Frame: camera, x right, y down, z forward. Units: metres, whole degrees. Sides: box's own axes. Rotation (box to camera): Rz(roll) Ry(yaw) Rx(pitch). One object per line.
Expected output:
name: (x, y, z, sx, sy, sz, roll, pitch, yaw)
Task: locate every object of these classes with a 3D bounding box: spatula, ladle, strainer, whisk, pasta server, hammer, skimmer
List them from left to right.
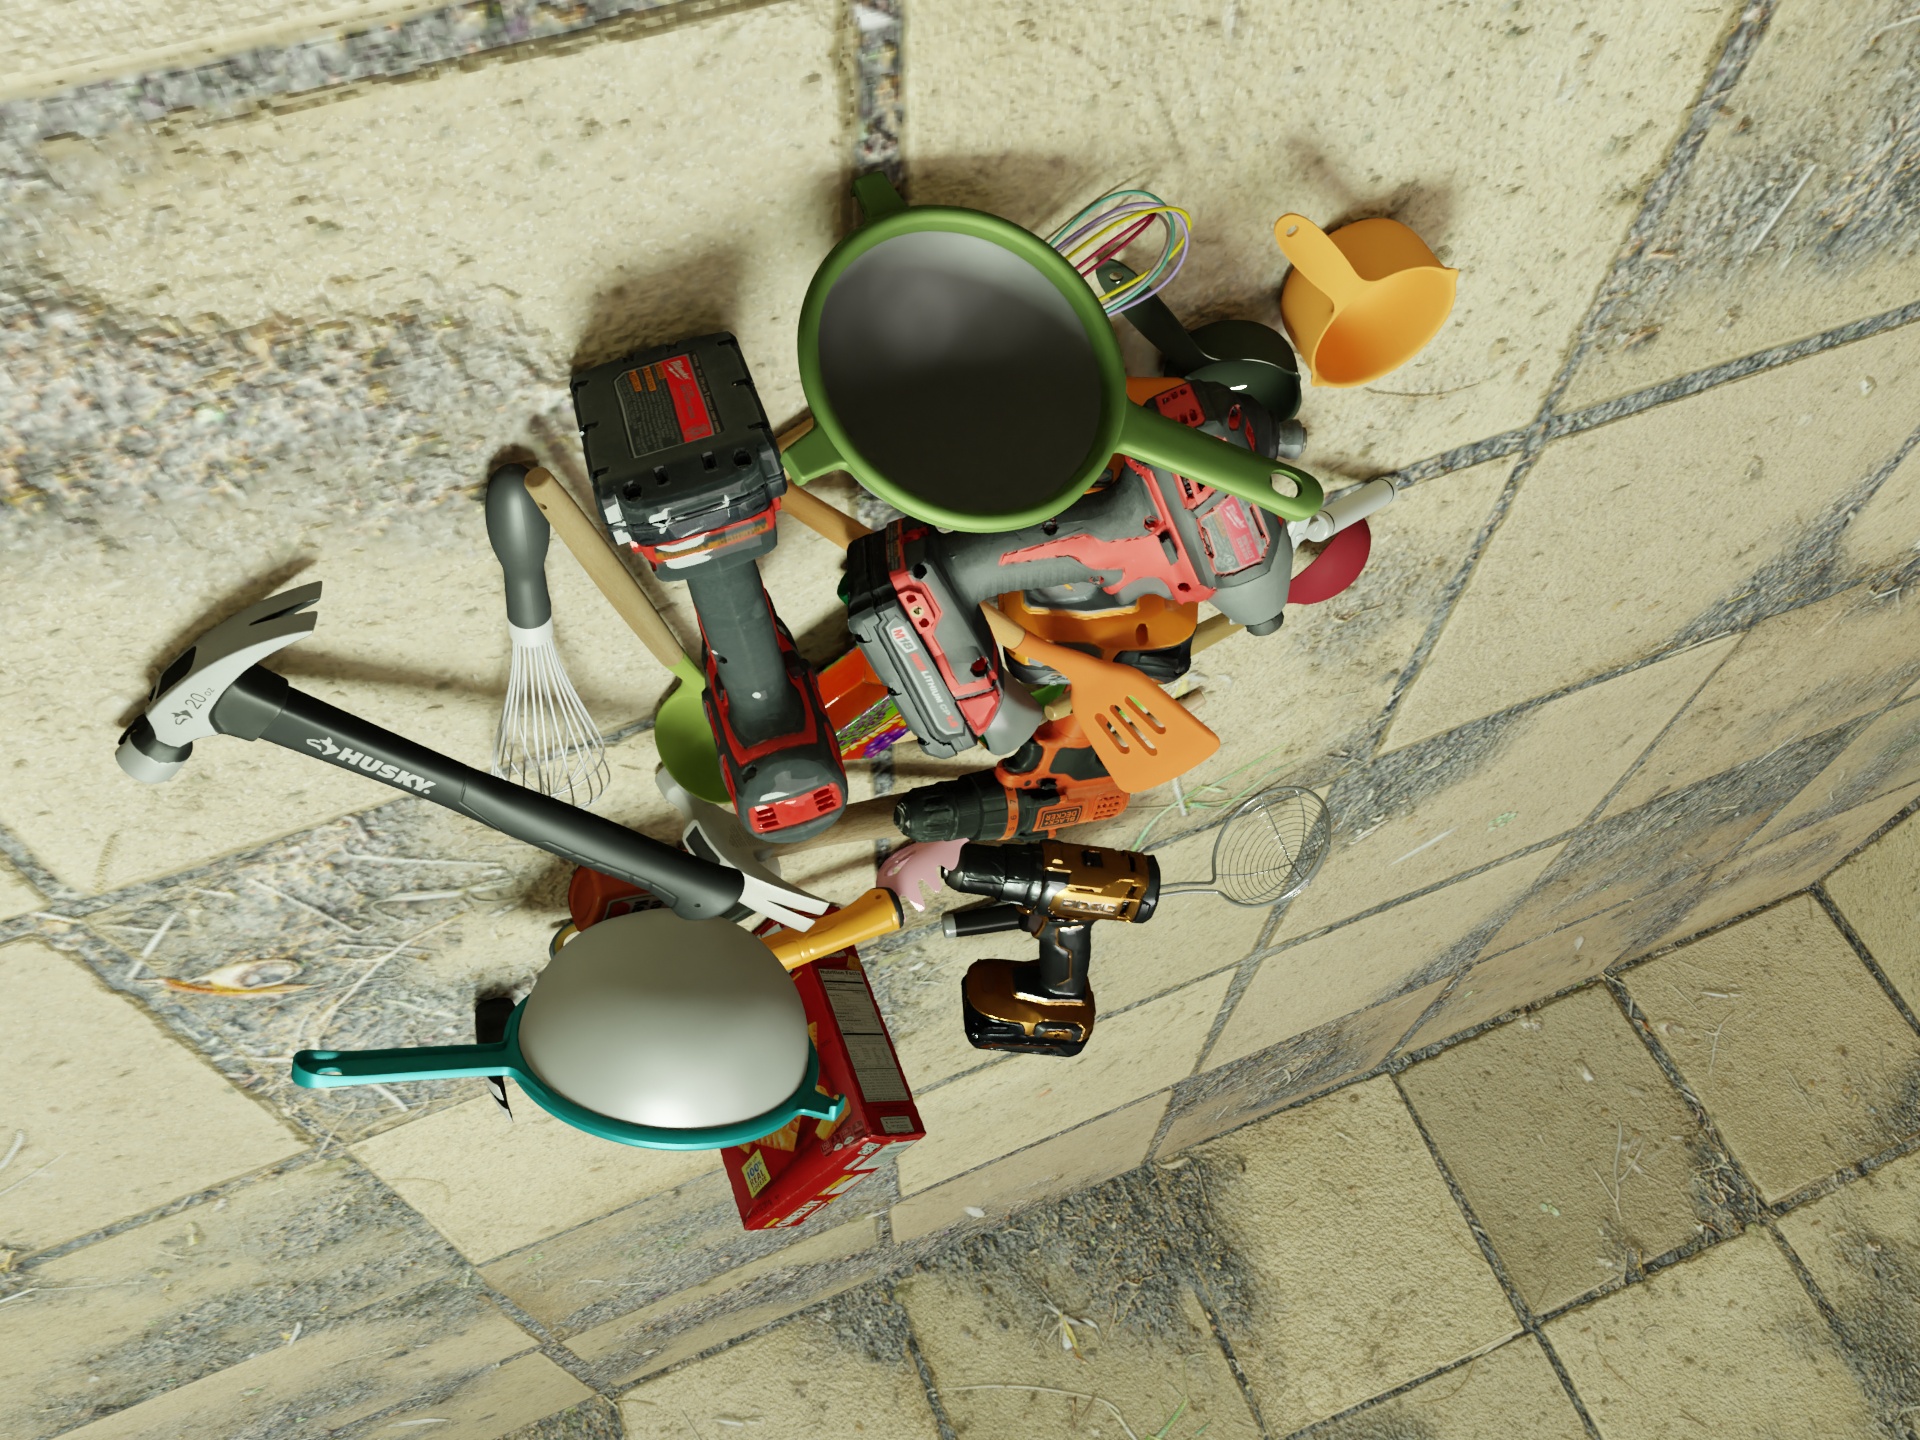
hammer: (-0.255, 0.038, 0.857, 0.334, 0.035, 0.146, 29, 126, -36)
whisk: (-0.228, -0.032, 0.853, 0.070, 0.070, 0.284, -15, 146, -20)
strainer: (-0.246, 0.183, 1.026, 0.340, 0.211, 0.095, 3, 113, -31)
ladle: (-0.171, -0.037, 0.864, 0.320, 0.078, 0.062, 68, 44, -64)
hammer: (-0.201, 0.201, 1.214, 0.337, 0.127, 0.034, -19, 116, -13)
hammer: (-0.058, 0.072, 1.136, 0.331, 0.130, 0.031, -6, 145, -49)
whisk: (0.002, -0.186, 0.784, 0.245, 0.051, 0.047, -28, -172, 15)
spatula: (0.014, -0.051, 0.903, 0.322, 0.041, 0.081, 30, 138, -30)
pasta server: (0.061, 0.065, 1.284, 0.316, 0.060, 0.040, -30, 117, 4)
strainer: (0.041, -0.132, 0.727, 0.256, 0.151, 0.069, 17, 162, -17)
skimmer: (0.161, 0.138, 1.463, 0.363, 0.127, 0.090, -9, 128, -8)
ladle: (0.177, -0.066, 1.070, 0.315, 0.031, 0.069, -27, 146, -30)
strainer: (0.225, -0.123, 1.027, 0.258, 0.050, 0.086, -28, 152, -45)

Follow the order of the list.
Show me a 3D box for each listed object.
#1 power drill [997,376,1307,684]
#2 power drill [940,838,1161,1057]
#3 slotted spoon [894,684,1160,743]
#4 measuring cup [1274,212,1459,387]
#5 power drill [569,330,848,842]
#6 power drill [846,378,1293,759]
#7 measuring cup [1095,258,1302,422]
power drill: (0.101, -0.109, 0.919, 0.164, 0.084, 0.226, 0, 149, -1)
power drill: (0.057, 0.193, 1.394, 0.185, 0.084, 0.226, 8, 130, -11)
slotted spoon: (-0.002, -0.004, 1.121, 0.313, 0.031, 0.070, -11, 142, -22)
measuring cup: (0.196, -0.241, 0.841, 0.095, 0.052, 0.173, -38, 149, 23)
power drill: (-0.117, -0.072, 0.780, 0.080, 0.188, 0.226, -18, 134, -6)
power drill: (0.062, -0.072, 0.823, 0.219, 0.079, 0.143, -22, 125, 12)
measuring cup: (0.122, -0.208, 0.855, 0.083, 0.038, 0.167, -19, 144, 34)
